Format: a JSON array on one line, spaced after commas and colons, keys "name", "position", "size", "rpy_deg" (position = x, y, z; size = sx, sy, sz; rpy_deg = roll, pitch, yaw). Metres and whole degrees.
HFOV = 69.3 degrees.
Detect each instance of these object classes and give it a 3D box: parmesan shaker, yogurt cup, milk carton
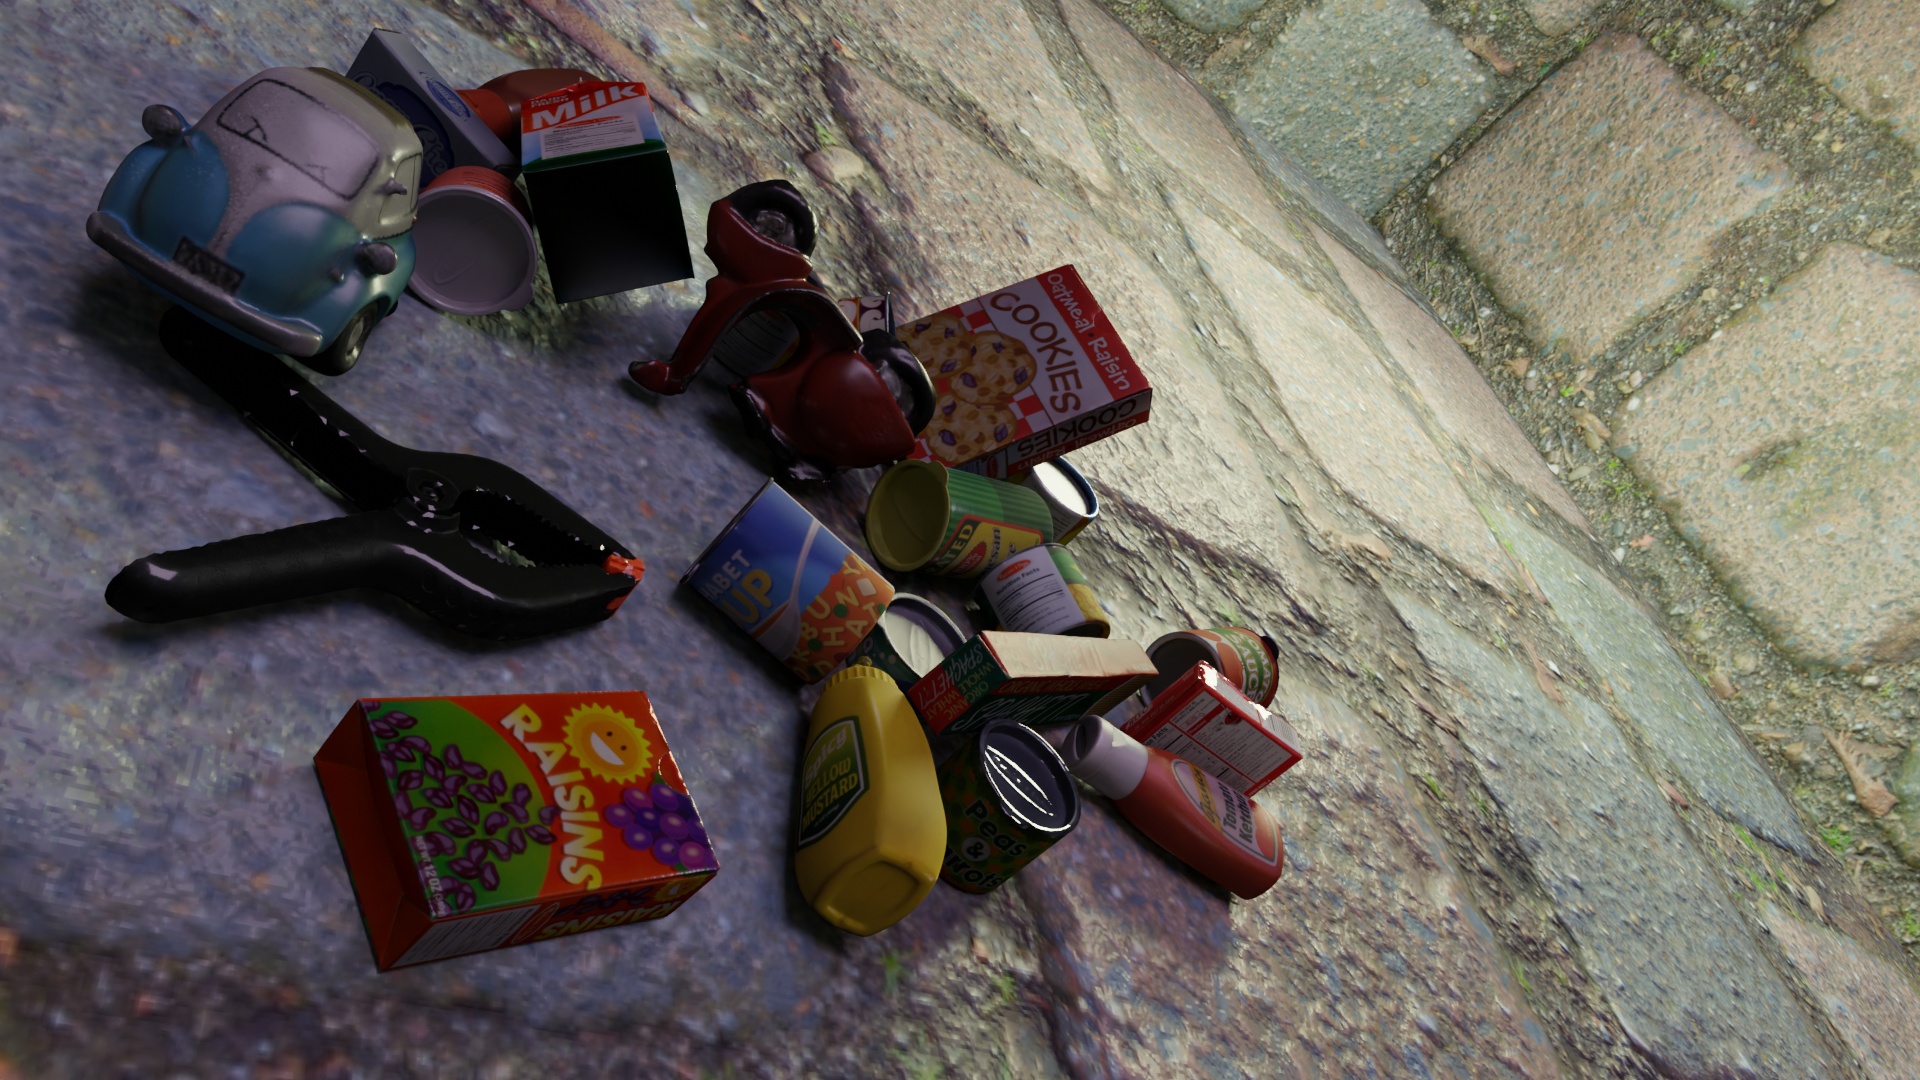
[{"name": "parmesan shaker", "position": [0.003, -0.011, 0.846], "size": [0.103, 0.071, 0.071], "rpy_deg": [11, 43, -49]}, {"name": "yogurt cup", "position": [-0.248, -0.155, 0.704], "size": [0.072, 0.072, 0.054], "rpy_deg": [31, 22, -28]}, {"name": "milk carton", "position": [-0.199, -0.202, 0.771], "size": [0.073, 0.072, 0.191], "rpy_deg": [-13, 33, -10]}]

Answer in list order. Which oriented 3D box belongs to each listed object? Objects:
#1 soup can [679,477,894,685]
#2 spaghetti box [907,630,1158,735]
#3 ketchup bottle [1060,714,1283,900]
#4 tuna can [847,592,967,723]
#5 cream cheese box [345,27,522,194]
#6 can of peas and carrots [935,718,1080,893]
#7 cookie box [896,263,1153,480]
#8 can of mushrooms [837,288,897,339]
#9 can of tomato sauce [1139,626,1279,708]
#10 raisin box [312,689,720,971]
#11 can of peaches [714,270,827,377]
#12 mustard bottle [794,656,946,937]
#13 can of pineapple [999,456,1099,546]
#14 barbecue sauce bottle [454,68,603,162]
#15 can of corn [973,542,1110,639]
[{"name": "soup can", "position": [-0.086, 0.023, 0.686], "size": [0.083, 0.071, 0.072], "rpy_deg": [42, 27, -8]}, {"name": "spaghetti box", "position": [0.048, 0.077, 0.762], "size": [0.029, 0.050, 0.250], "rpy_deg": [56, 17, 18]}, {"name": "ketchup bottle", "position": [0.125, 0.155, 0.823], "size": [0.148, 0.043, 0.065], "rpy_deg": [34, 29, -21]}, {"name": "tuna can", "position": [-0.029, 0.062, 0.745], "size": [0.071, 0.032, 0.071], "rpy_deg": [34, 29, -22]}, {"name": "cream cheese box", "position": [-0.287, -0.217, 0.743], "size": [0.104, 0.053, 0.024], "rpy_deg": [48, 25, 4]}, {"name": "can of peas and carrots", "position": [0.015, 0.132, 0.683], "size": [0.071, 0.058, 0.071], "rpy_deg": [33, 30, -22]}, {"name": "cookie box", "position": [0.026, -0.106, 0.925], "size": [0.040, 0.168, 0.123], "rpy_deg": [85, -19, -58]}, {"name": "can of mushrooms", "position": [-0.058, -0.124, 0.879], "size": [0.071, 0.033, 0.071], "rpy_deg": [-11, 96, -87]}, {"name": "can of tomato sauce", "position": [0.170, 0.092, 0.942], "size": [0.083, 0.071, 0.071], "rpy_deg": [2, 50, -53]}, {"name": "raisin box", "position": [-0.158, 0.099, 0.507], "size": [0.123, 0.040, 0.086], "rpy_deg": [6, 46, -52]}, {"name": "can of peaches", "position": [-0.121, -0.141, 0.866], "size": [0.071, 0.058, 0.071], "rpy_deg": [34, 29, -21]}, {"name": "mustard bottle", "position": [-0.045, 0.103, 0.639], "size": [0.048, 0.065, 0.161], "rpy_deg": [37, 21, -27]}, {"name": "can of pineapple", "position": [0.052, -0.023, 0.947], "size": [0.071, 0.057, 0.071], "rpy_deg": [34, 29, -22]}, {"name": "barbecue sauce bottle", "position": [-0.262, -0.255, 0.840], "size": [0.065, 0.043, 0.149], "rpy_deg": [46, 28, 1]}, {"name": "can of corn", "position": [0.051, 0.045, 0.845], "size": [0.071, 0.071, 0.058], "rpy_deg": [10, 44, -49]}]
